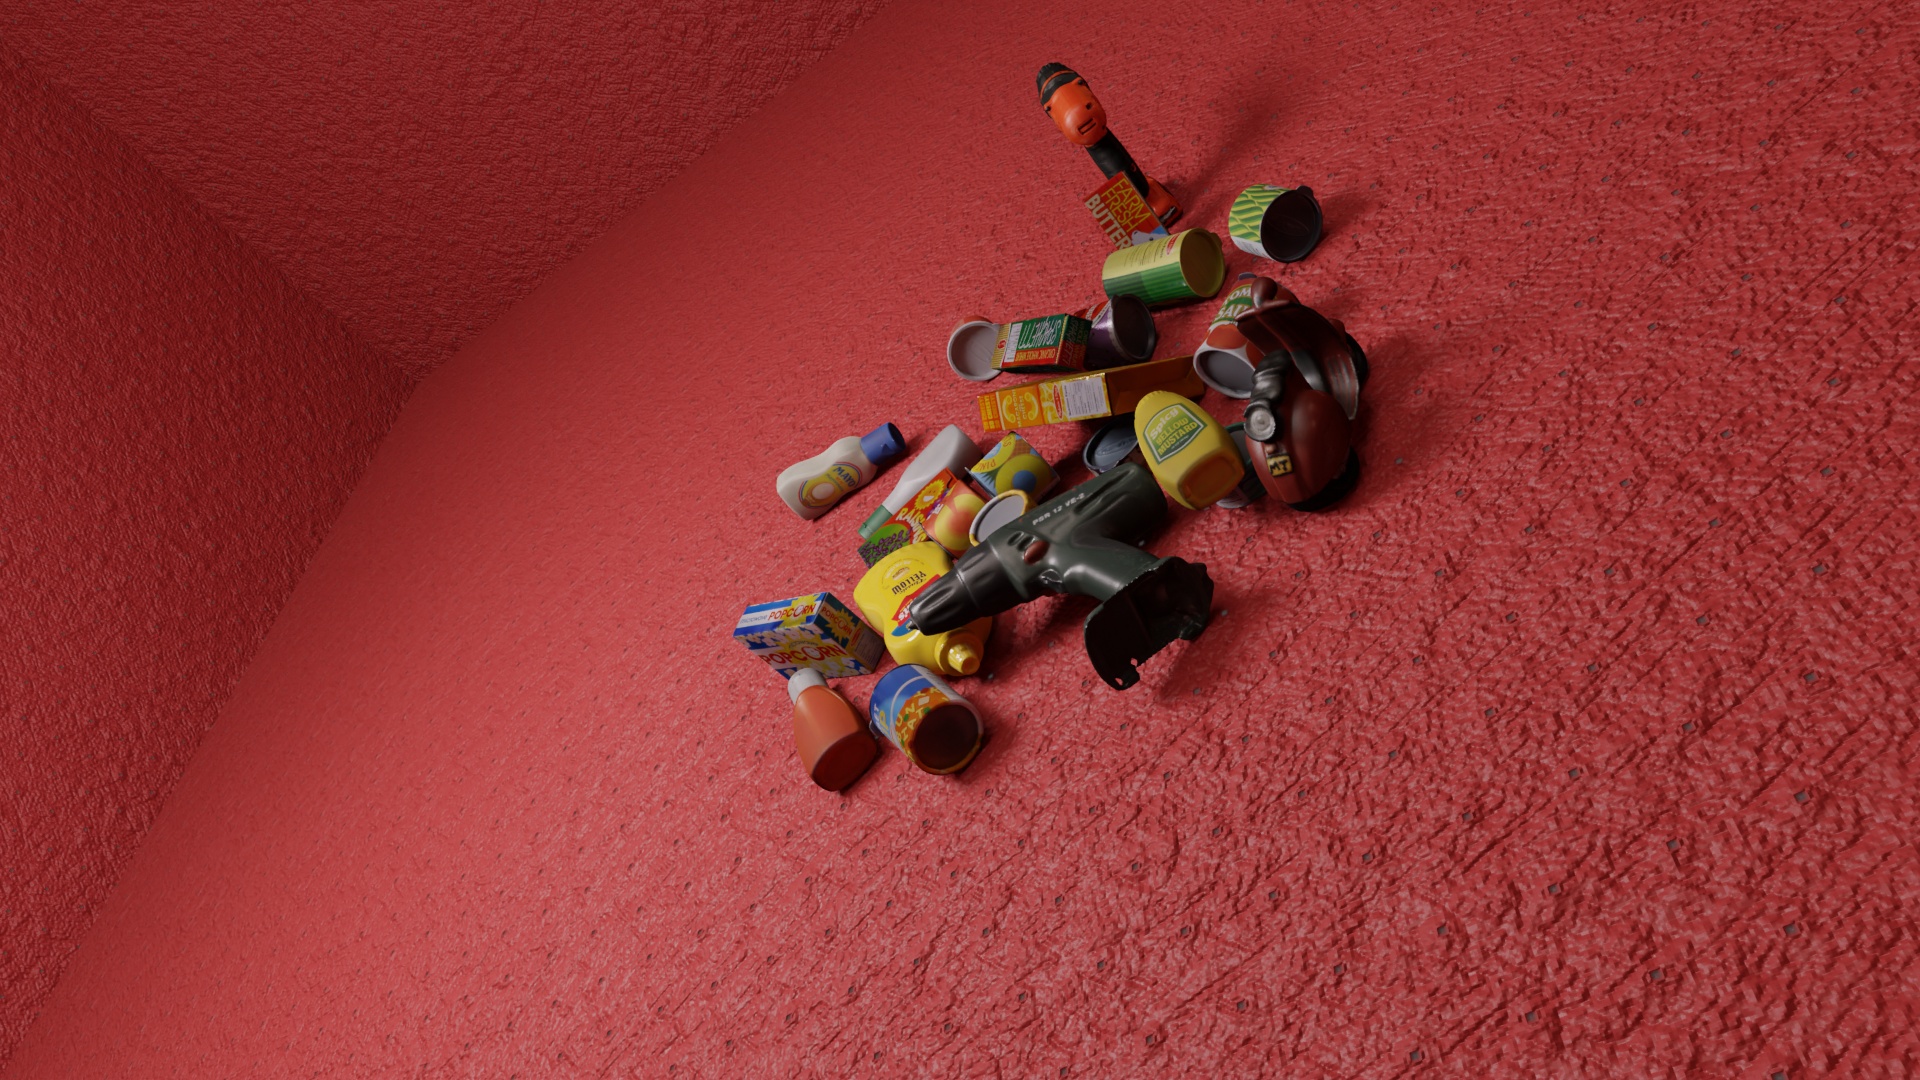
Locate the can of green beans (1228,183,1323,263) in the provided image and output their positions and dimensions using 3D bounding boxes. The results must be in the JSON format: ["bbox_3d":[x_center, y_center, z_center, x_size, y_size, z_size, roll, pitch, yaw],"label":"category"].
[{"bbox_3d":[0.290,-0.293,1.282,0.071,0.071,0.058,-45,29,0],"label":"can of green beans"}]

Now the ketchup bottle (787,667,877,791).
[{"bbox_3d":[-0.122,0.162,1.245,0.065,0.043,0.149,-43,29,1],"label":"ketchup bottle"}]

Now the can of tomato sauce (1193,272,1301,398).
[{"bbox_3d":[0.244,-0.174,1.184,0.071,0.071,0.083,0,53,52],"label":"can of tomato sauce"}]

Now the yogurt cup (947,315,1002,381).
[{"bbox_3d":[0.018,-0.215,1.529,0.072,0.072,0.054,-38,22,12],"label":"yogurt cup"}]

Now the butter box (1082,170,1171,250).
[{"bbox_3d":[0.176,-0.324,1.427,0.053,0.103,0.024,-36,9,17],"label":"butter box"}]

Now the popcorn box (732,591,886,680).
[{"bbox_3d":[-0.144,0.093,1.317,0.126,0.085,0.038,-12,44,44],"label":"popcorn box"}]

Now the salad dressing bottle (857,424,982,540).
[{"bbox_3d":[-0.043,-0.051,1.417,0.147,0.044,0.064,-47,29,-1],"label":"salad dressing bottle"}]

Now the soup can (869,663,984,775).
[{"bbox_3d":[-0.030,0.147,1.125,0.071,0.071,0.084,-49,30,-6],"label":"soup can"}]

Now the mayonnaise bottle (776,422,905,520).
[{"bbox_3d":[-0.131,-0.081,1.548,0.148,0.064,0.041,-30,35,18],"label":"mayonnaise bottle"}]

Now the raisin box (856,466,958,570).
[{"bbox_3d":[-0.037,-0.006,1.355,0.123,0.040,0.086,-43,28,2],"label":"raisin box"}]

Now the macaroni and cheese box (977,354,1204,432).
[{"bbox_3d":[0.116,-0.133,1.256,0.124,0.040,0.166,-15,8,-39],"label":"macaroni and cheese box"}]

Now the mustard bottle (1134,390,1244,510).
[{"bbox_3d":[0.172,-0.083,1.110,0.065,0.048,0.161,-39,30,8],"label":"mustard bottle"}]

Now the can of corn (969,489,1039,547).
[{"bbox_3d":[0.052,-0.003,1.220,0.071,0.058,0.071,-32,32,23],"label":"can of corn"}]

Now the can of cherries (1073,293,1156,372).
[{"bbox_3d":[0.145,-0.201,1.342,0.058,0.071,0.072,-12,43,45],"label":"can of cherries"}]

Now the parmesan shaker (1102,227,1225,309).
[{"bbox_3d":[0.199,-0.264,1.360,0.103,0.071,0.071,-4,48,50],"label":"parmesan shaker"}]

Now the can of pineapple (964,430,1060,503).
[{"bbox_3d":[0.049,-0.061,1.286,0.058,0.071,0.071,-44,29,0],"label":"can of pineapple"}]

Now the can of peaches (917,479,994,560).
[{"bbox_3d":[0.005,-0.016,1.278,0.058,0.071,0.071,-50,29,4],"label":"can of peaches"}]

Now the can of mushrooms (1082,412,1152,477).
[{"bbox_3d":[0.143,-0.077,1.224,0.071,0.033,0.071,-31,32,22],"label":"can of mushrooms"}]

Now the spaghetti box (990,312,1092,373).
[{"bbox_3d":[0.076,-0.193,1.376,0.250,0.029,0.050,-154,76,-76],"label":"spaghetti box"}]

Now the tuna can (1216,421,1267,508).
[{"bbox_3d":[0.222,-0.063,1.109,0.071,0.032,0.071,-32,32,23],"label":"tuna can"}]
